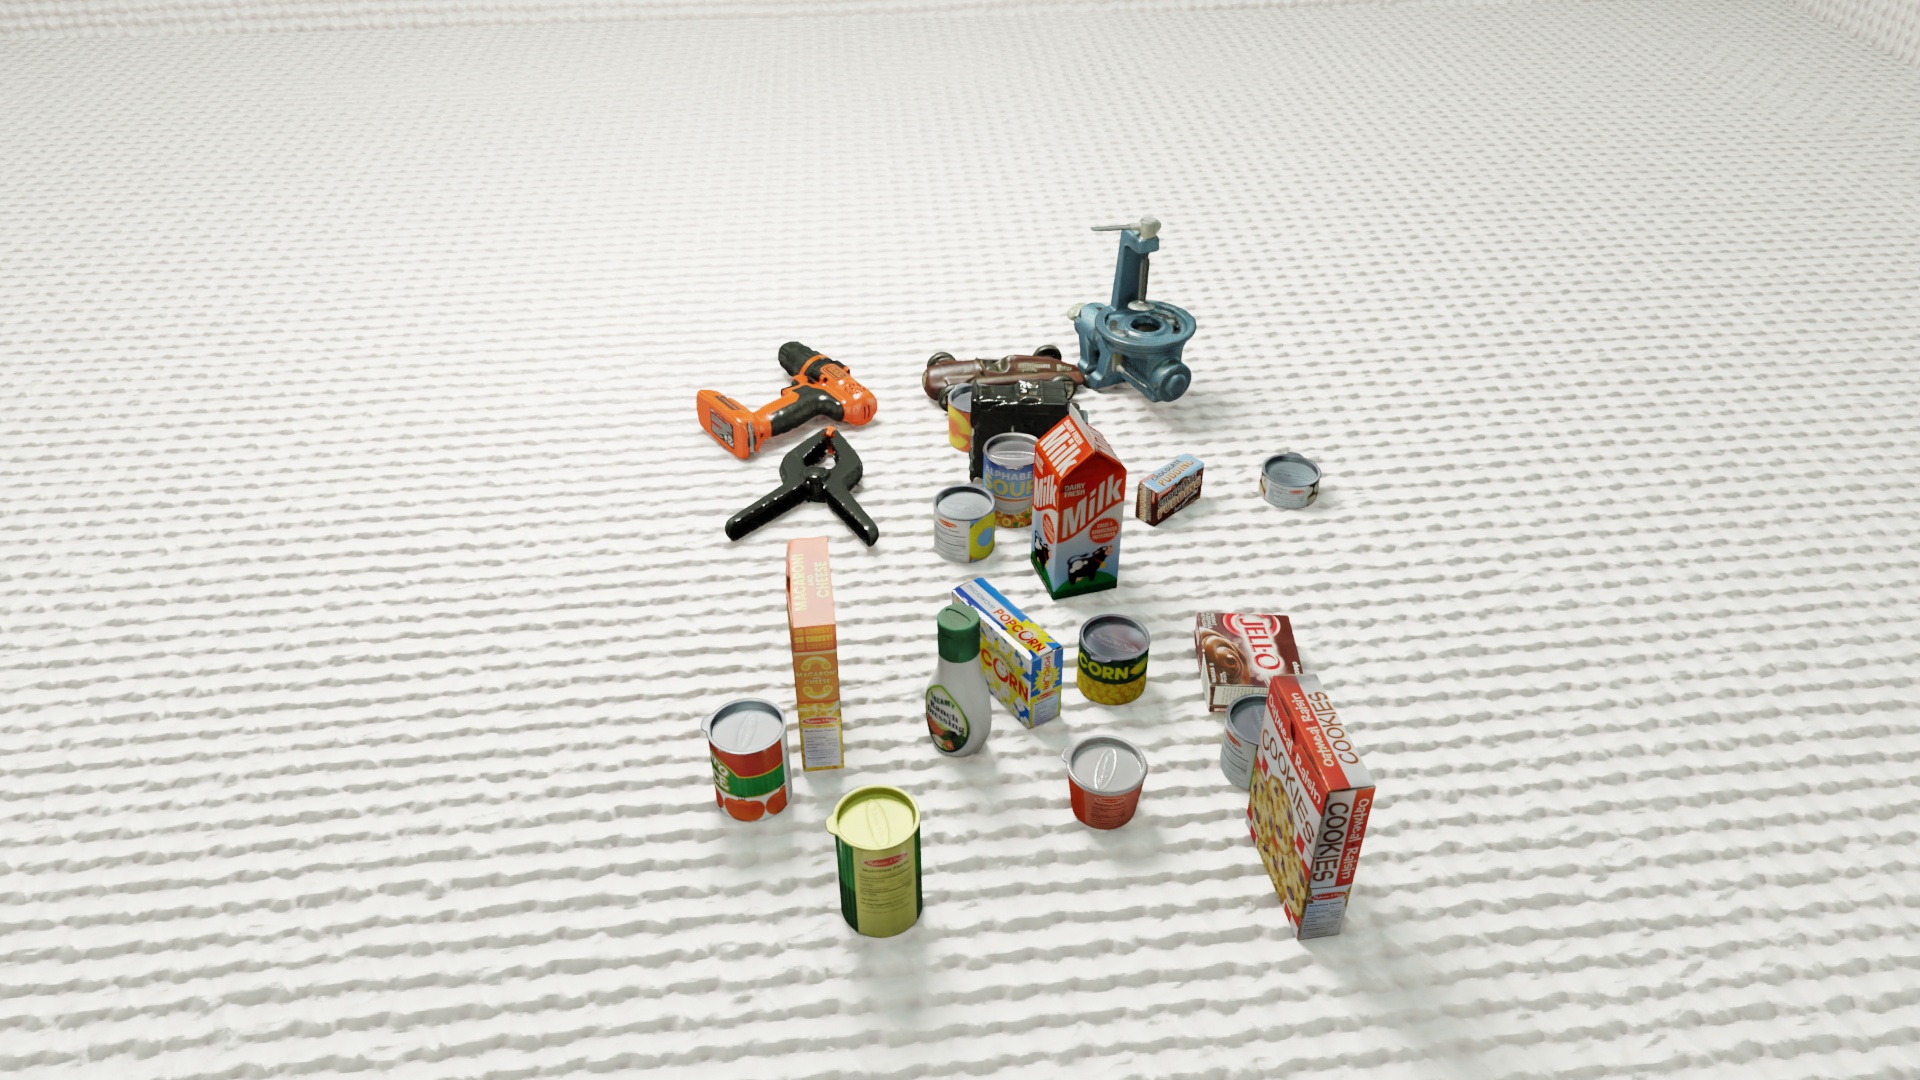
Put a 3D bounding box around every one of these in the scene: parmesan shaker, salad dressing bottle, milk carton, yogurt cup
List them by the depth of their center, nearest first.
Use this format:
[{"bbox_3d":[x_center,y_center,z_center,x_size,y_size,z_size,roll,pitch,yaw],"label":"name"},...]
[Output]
[{"bbox_3d":[-0.065,0.247,1.068,0.071,0.102,0.072,0,36,0],"label":"parmesan shaker"},{"bbox_3d":[0.122,0.205,1.167,0.072,0.053,0.073,0,36,0],"label":"yogurt cup"},{"bbox_3d":[-0.002,0.121,1.202,0.064,0.146,0.044,30,46,34],"label":"salad dressing bottle"},{"bbox_3d":[0.117,-0.039,1.385,0.073,0.189,0.072,-10,38,-14],"label":"milk carton"}]

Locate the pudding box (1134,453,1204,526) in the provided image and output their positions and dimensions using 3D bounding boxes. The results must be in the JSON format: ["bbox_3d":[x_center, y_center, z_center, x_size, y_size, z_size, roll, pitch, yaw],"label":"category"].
[{"bbox_3d":[0.230,-0.056,1.526,0.084,0.049,0.030,-30,46,-34],"label":"pudding box"}]

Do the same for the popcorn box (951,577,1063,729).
[{"bbox_3d":[0.041,0.102,1.281,0.038,0.084,0.127,-23,42,-28],"label":"popcorn box"}]

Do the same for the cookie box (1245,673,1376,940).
[{"bbox_3d":[0.266,0.205,1.074,0.040,0.166,0.123,-5,37,-7],"label":"cookie box"}]

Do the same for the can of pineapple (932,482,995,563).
[{"bbox_3d":[0.005,-0.018,1.467,0.071,0.057,0.071,0,36,0],"label":"can of pineapple"}]

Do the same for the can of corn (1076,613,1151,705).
[{"bbox_3d":[0.140,0.112,1.290,0.071,0.058,0.071,0,36,0],"label":"can of corn"}]

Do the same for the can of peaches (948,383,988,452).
[{"bbox_3d":[0.017,-0.145,1.638,0.071,0.057,0.071,0,36,0],"label":"can of peaches"}]

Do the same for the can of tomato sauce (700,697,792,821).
[{"bbox_3d":[-0.179,0.185,1.169,0.071,0.082,0.071,0,36,0],"label":"can of tomato sauce"}]

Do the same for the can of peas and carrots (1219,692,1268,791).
[{"bbox_3d":[0.263,0.175,1.205,0.071,0.058,0.071,0,36,0],"label":"can of peas and carrots"}]

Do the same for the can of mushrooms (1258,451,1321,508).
[{"bbox_3d":[0.369,-0.068,1.555,0.071,0.033,0.071,0,36,0],"label":"can of mushrooms"}]

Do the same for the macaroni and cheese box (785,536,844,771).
[{"bbox_3d":[-0.128,0.099,1.216,0.040,0.165,0.124,-5,37,-6],"label":"macaroni and cheese box"}]

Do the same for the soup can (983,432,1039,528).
[{"bbox_3d":[0.057,-0.063,1.506,0.071,0.083,0.072,0,36,0],"label":"soup can"}]
